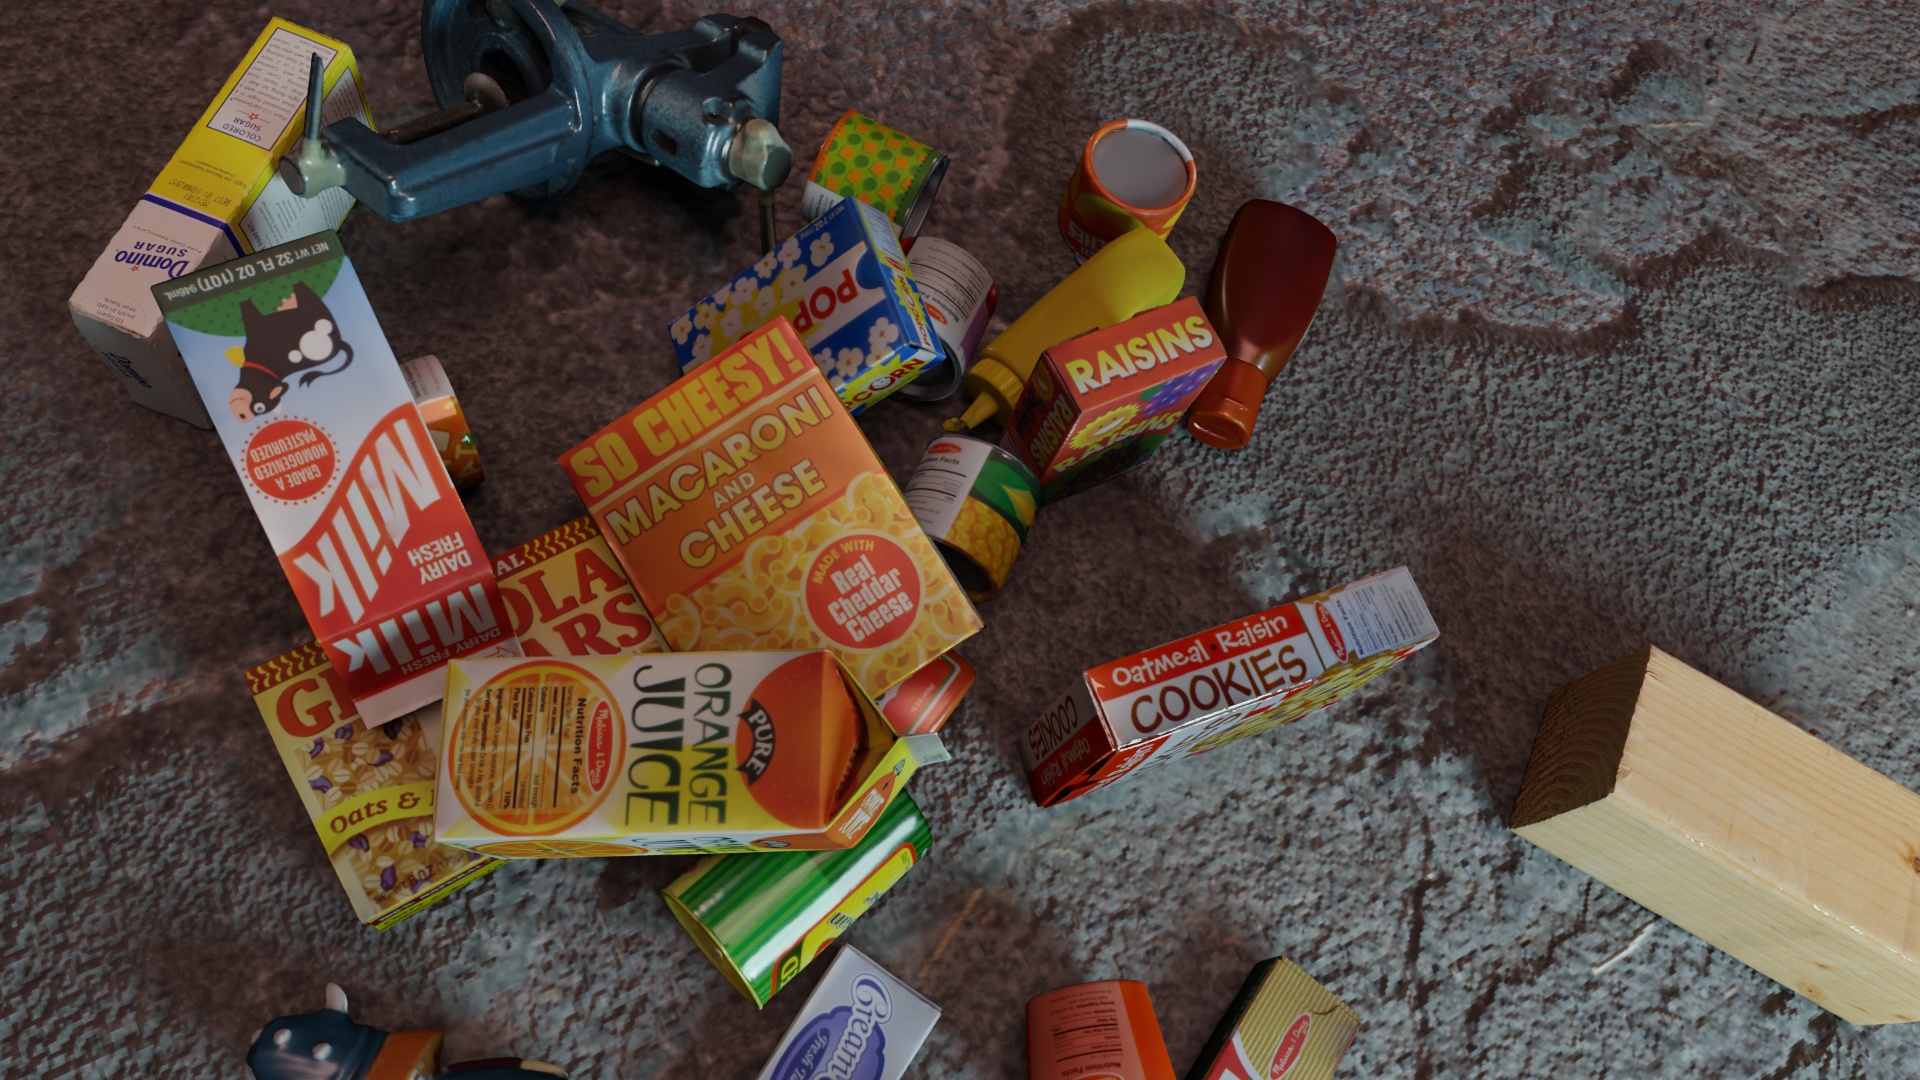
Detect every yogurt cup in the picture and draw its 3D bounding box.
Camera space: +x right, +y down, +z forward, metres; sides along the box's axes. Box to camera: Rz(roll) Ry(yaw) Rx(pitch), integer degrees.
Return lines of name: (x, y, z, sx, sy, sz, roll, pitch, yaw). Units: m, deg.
yogurt cup: (0.060, 0.226, 0.610, 0.072, 0.072, 0.054, -2, 61, -13)

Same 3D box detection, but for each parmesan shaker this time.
parmesan shaker: (-0.070, 0.144, 0.610, 0.103, 0.071, 0.071, -39, 81, -23)

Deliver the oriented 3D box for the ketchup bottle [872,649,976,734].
ketchup bottle: (-0.068, 0.044, 0.667, 0.149, 0.043, 0.065, 37, 72, 5)

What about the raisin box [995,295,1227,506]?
raisin box: (0.071, -0.066, 0.699, 0.086, 0.123, 0.040, -22, 75, -19)

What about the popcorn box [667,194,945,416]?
popcorn box: (-0.078, -0.098, 0.686, 0.126, 0.038, 0.085, -29, 71, 25)

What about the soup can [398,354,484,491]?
soup can: (-0.274, -0.041, 0.647, 0.084, 0.071, 0.071, -23, 75, -21)

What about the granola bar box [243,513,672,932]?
granola bar box: (-0.210, 0.077, 0.624, 0.166, 0.039, 0.124, -27, 77, -21)

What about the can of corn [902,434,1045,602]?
can of corn: (0.002, -0.009, 0.694, 0.071, 0.071, 0.058, 27, 66, 0)

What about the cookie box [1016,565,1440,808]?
cookie box: (0.120, 0.072, 0.653, 0.168, 0.122, 0.040, -16, 72, -18)

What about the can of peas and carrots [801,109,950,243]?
can of peas and carrots: (-0.046, -0.194, 0.758, 0.059, 0.070, 0.071, 26, 65, 0)

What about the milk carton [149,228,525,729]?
milk carton: (-0.252, -0.022, 0.576, 0.072, 0.073, 0.190, -24, 96, -20)

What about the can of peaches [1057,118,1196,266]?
can of peaches: (0.094, -0.196, 0.794, 0.071, 0.057, 0.071, 5, 67, -11)

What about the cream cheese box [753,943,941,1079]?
cream cheese box: (-0.059, 0.233, 0.601, 0.053, 0.024, 0.104, 35, 65, 3)

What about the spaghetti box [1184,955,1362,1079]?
spaghetti box: (0.092, 0.298, 0.605, 0.050, 0.028, 0.251, 39, 65, 5)

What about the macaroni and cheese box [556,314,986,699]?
macaroni and cheese box: (-0.085, 0.002, 0.628, 0.124, 0.040, 0.166, -33, 85, -1)

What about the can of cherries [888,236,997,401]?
can of cherries: (-0.022, -0.115, 0.731, 0.071, 0.071, 0.059, 25, 59, -2)

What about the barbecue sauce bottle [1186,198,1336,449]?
barbecue sauce bottle: (0.166, -0.122, 0.787, 0.065, 0.043, 0.149, 23, 66, -2)

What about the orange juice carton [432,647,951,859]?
orange juice carton: (-0.102, 0.086, 0.558, 0.193, 0.071, 0.073, -2, 72, 2)

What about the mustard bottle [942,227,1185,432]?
mustard bottle: (0.051, -0.104, 0.746, 0.161, 0.065, 0.049, -42, 86, -18)
